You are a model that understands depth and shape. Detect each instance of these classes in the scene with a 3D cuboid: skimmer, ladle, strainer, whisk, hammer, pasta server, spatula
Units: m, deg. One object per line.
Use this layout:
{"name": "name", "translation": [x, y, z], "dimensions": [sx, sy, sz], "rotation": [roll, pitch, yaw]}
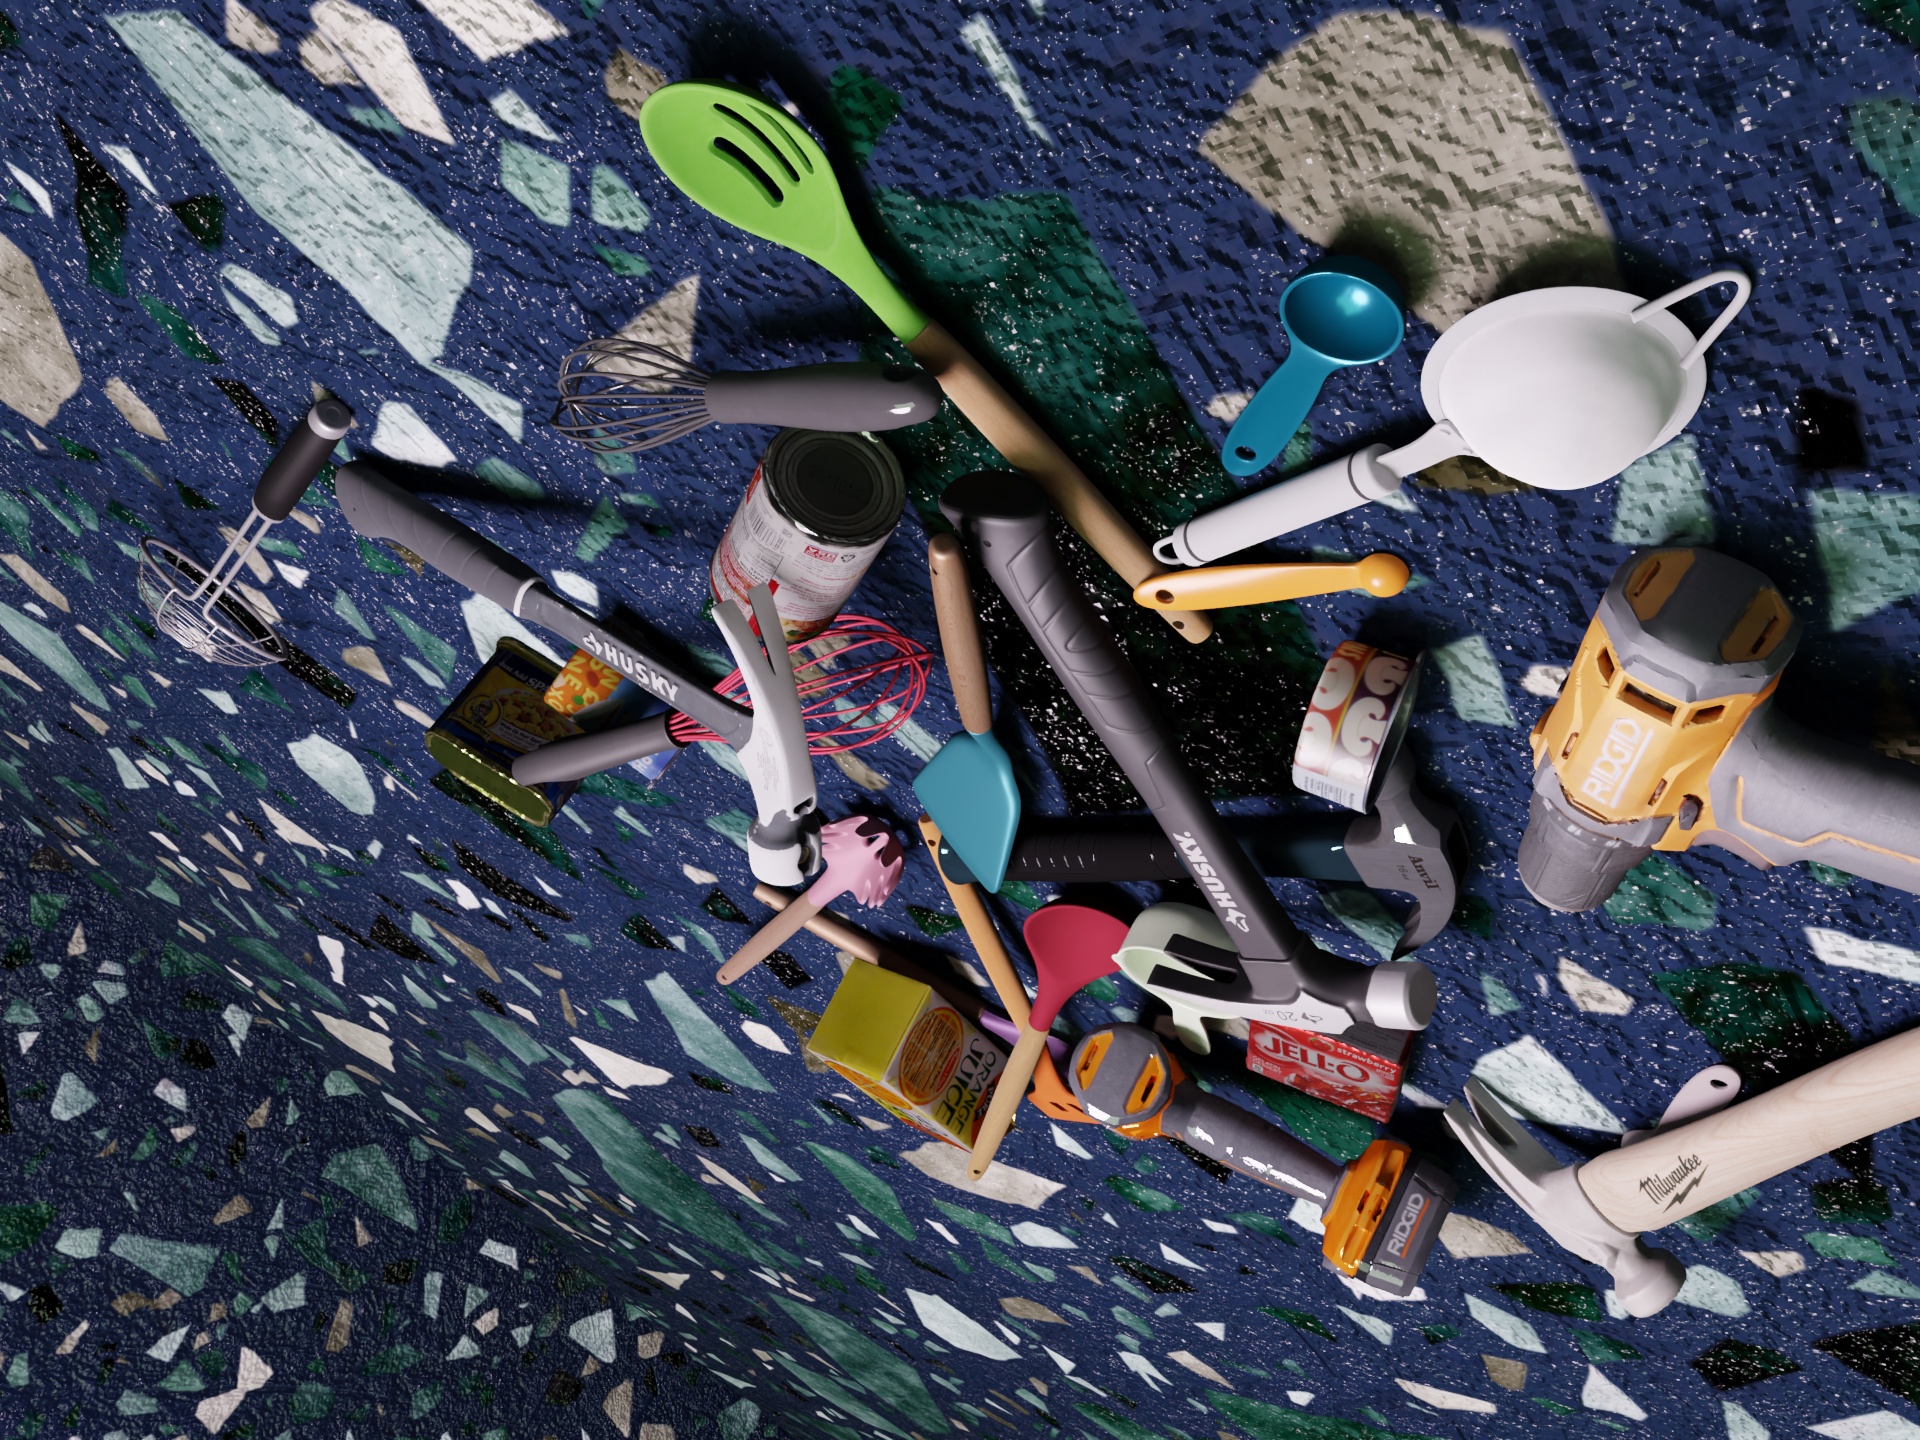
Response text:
{"name": "skimmer", "translation": [-0.461, -0.132, 1.061], "dimensions": [0.127, 0.090, 0.363], "rotation": [45, 137, -15]}
{"name": "ladle", "translation": [0.045, 0.209, 1.016], "dimensions": [0.069, 0.031, 0.315], "rotation": [18, 132, 1]}
{"name": "strainer", "translation": [0.154, -0.088, 0.564], "dimensions": [0.086, 0.050, 0.258], "rotation": [30, 156, -25]}
{"name": "whisk", "translation": [-0.138, 0.000, 0.865], "dimensions": [0.296, 0.073, 0.073], "rotation": [-14, 127, 31]}
{"name": "hammer", "translation": [0.087, 0.025, 0.726], "dimensions": [0.146, 0.035, 0.334], "rotation": [-5, 130, 45]}
{"name": "whisk", "translation": [-0.099, -0.141, 0.690], "dimensions": [0.239, 0.055, 0.055], "rotation": [10, 142, 39]}
{"name": "pasta server", "translation": [-0.113, 0.133, 1.083], "dimensions": [0.060, 0.040, 0.316], "rotation": [51, 142, 2]}
{"name": "hammer", "translation": [0.108, 0.068, 0.828], "dimensions": [0.331, 0.033, 0.128], "rotation": [-5, 131, 46]}
{"name": "spatula", "translation": [-0.001, -0.002, 0.769], "dimensions": [0.082, 0.044, 0.317], "rotation": [52, 170, 21]}
{"name": "hammer", "translation": [-0.220, -0.063, 0.843], "dimensions": [0.409, 0.036, 0.149], "rotation": [29, 134, 35]}
{"name": "spatula", "translation": [-0.008, 0.195, 1.122], "dimensions": [0.316, 0.018, 0.059], "rotation": [29, 147, 5]}
{"name": "spatula", "translation": [0.040, 0.176, 1.035], "dimensions": [0.081, 0.041, 0.322], "rotation": [-3, 128, 31]}
{"name": "hammer", "translation": [0.379, 0.165, 0.705], "dimensions": [0.146, 0.038, 0.410], "rotation": [45, 147, 9]}

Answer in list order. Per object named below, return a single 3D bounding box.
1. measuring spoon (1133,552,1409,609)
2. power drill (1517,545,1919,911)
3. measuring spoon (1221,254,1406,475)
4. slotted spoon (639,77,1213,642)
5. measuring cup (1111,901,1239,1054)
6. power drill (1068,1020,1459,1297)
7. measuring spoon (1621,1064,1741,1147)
{"name": "measuring spoon", "translation": [0.123, -0.053, 0.647], "dimensions": [0.117, 0.011, 0.021], "rotation": [-3, 134, 30]}
{"name": "power drill", "translation": [0.311, 0.054, 0.566], "dimensions": [0.226, 0.084, 0.185], "rotation": [32, 151, 23]}
{"name": "measuring spoon", "translation": [0.121, -0.125, 0.567], "dimensions": [0.042, 0.021, 0.128], "rotation": [26, 158, -1]}
{"name": "slotted spoon", "translation": [-0.001, -0.138, 0.643], "dimensions": [0.313, 0.031, 0.070], "rotation": [43, 148, -20]}
{"name": "measuring cup", "translation": [0.138, 0.153, 0.923], "dimensions": [0.083, 0.038, 0.167], "rotation": [18, 156, 22]}
{"name": "power drill", "translation": [0.181, 0.264, 0.980], "dimensions": [0.226, 0.084, 0.164], "rotation": [25, 169, 19]}
{"name": "measuring spoon", "translation": [0.365, 0.206, 0.804], "dimensions": [0.034, 0.018, 0.124], "rotation": [22, 147, 17]}
